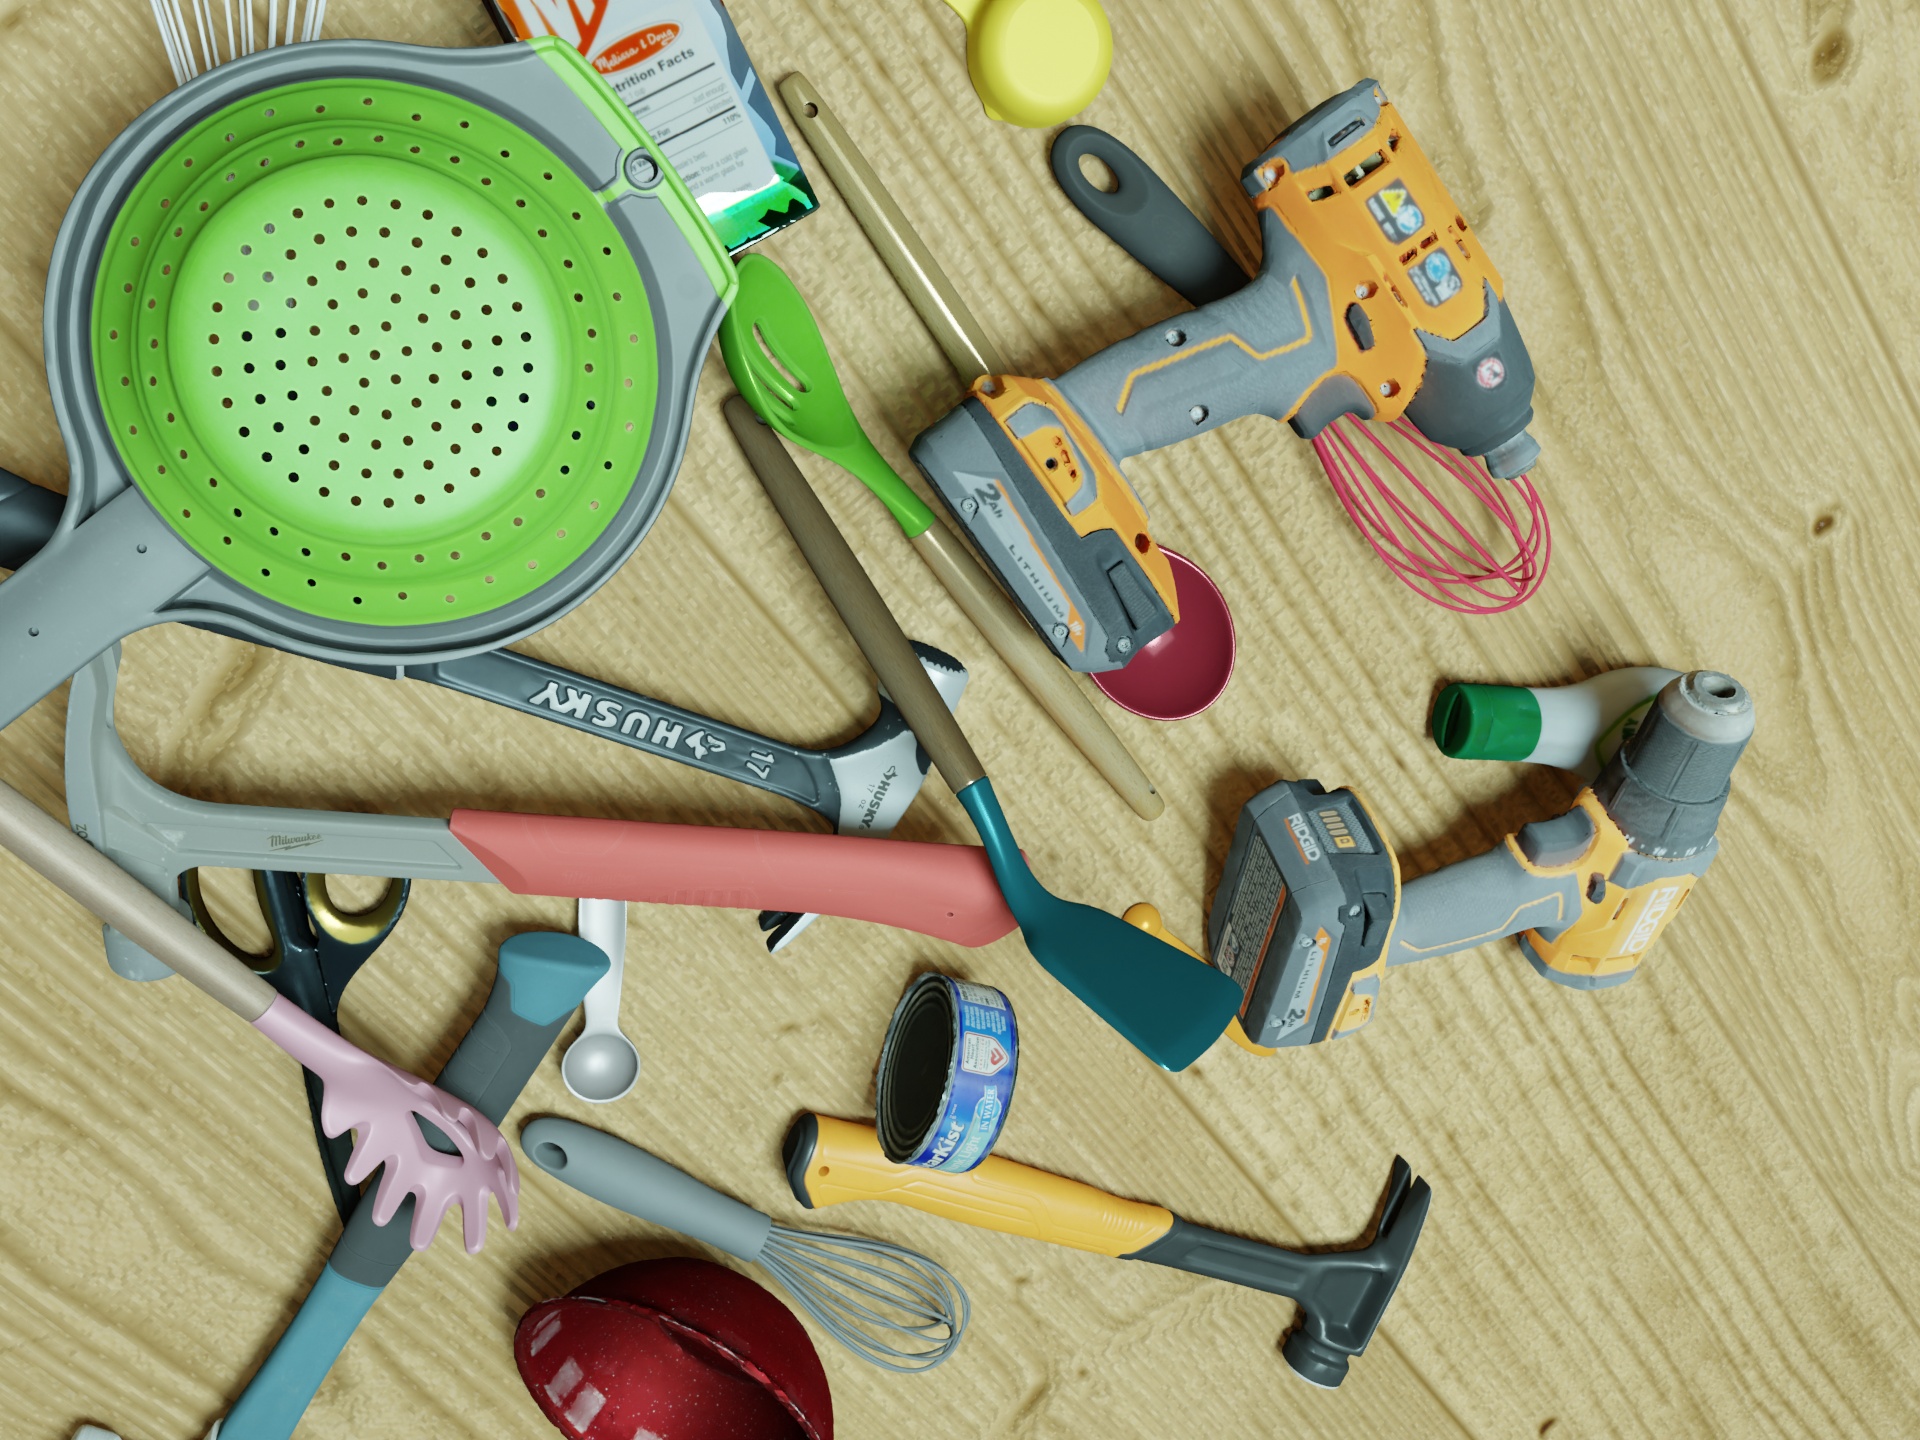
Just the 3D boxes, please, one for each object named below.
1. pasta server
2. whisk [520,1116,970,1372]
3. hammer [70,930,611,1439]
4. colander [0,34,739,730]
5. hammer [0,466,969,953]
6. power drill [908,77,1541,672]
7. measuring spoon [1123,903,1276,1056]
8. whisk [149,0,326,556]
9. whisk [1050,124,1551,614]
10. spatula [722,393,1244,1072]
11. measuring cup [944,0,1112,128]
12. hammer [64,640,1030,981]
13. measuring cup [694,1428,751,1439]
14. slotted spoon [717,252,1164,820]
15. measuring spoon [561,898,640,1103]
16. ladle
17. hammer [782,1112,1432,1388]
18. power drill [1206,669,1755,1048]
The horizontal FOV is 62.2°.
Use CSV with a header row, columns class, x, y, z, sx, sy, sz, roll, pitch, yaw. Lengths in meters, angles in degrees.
class,x,y,z,sx,sy,sz,roll,pitch,yaw
pasta server,-0.280,0.094,0.584,0.060,0.040,0.316,-33,118,16
whisk,-0.097,0.242,0.740,0.238,0.055,0.055,31,96,-16
hammer,-0.254,0.226,0.687,0.128,0.033,0.331,30,100,-22
colander,-0.242,-0.061,0.488,0.397,0.094,0.204,-40,109,-6
hammer,-0.202,-0.020,0.617,0.408,0.036,0.149,19,105,-24
power drill,0.112,-0.116,0.624,0.226,0.084,0.164,-37,100,2
measuring spoon,0.120,0.130,0.778,0.021,0.011,0.116,-45,111,1
whisk,-0.253,-0.184,0.569,0.070,0.070,0.284,-1,110,-14
whisk,0.150,-0.147,0.684,0.295,0.073,0.073,39,93,-15
spatula,-0.001,-0.002,0.631,0.044,0.082,0.317,-35,85,32
measuring cup,-0.005,-0.292,0.613,0.156,0.029,0.062,35,95,-22
hammer,-0.147,0.046,0.619,0.359,0.037,0.149,5,123,-12
measuring cup,-0.124,0.422,0.785,0.083,0.038,0.167,18,99,-18
slotted spoon,-0.002,-0.062,0.676,0.031,0.070,0.313,-24,121,32
measuring spoon,-0.158,0.108,0.702,0.034,0.018,0.124,1,99,-13
ladle,0.020,-0.130,0.669,0.069,0.031,0.315,-36,109,0
hammer,0.074,0.243,0.787,0.336,0.034,0.127,19,101,-19
power drill,0.241,0.061,0.724,0.226,0.084,0.185,-7,136,-13
